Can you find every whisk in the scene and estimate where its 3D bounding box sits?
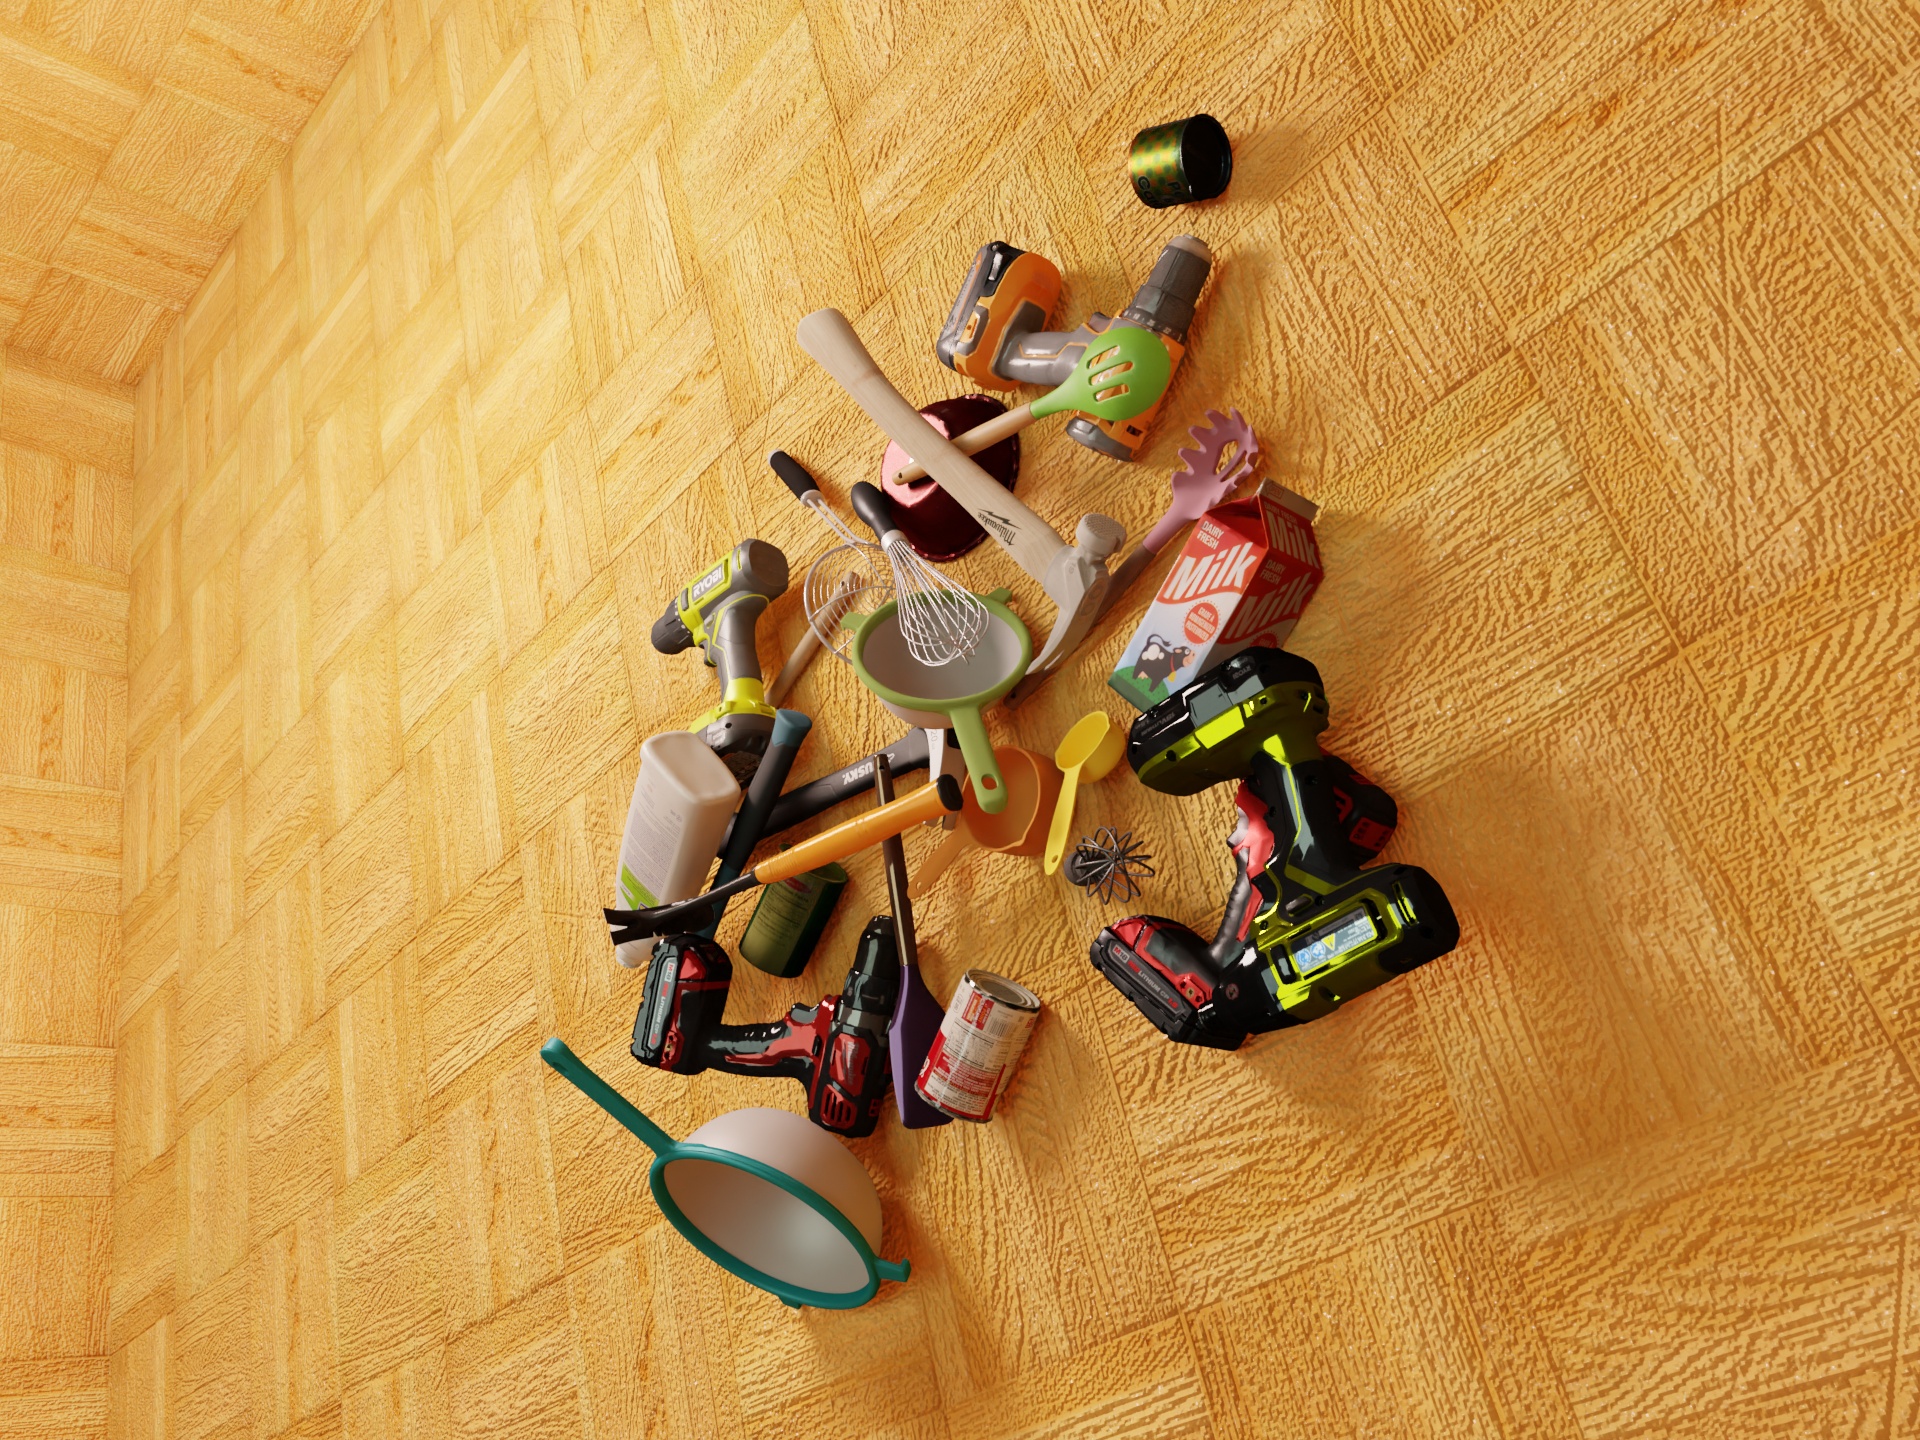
[{"bbox_3d":[0.099,0.105,1.144,0.239,0.055,0.055,113,167,-83],"label":"whisk"},{"bbox_3d":[-0.044,-0.134,1.356,0.070,0.070,0.285,-54,37,20],"label":"whisk"}]

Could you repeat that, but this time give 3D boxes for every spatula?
[{"bbox_3d":[-0.044,0.180,1.336,0.018,0.059,0.316,104,158,-73],"label":"spatula"}]

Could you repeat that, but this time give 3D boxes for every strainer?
[{"bbox_3d":[-0.002,-0.004,1.304,0.069,0.151,0.257,88,167,-45],"label":"strainer"},{"bbox_3d":[-0.191,0.347,1.311,0.211,0.340,0.095,-35,16,47],"label":"strainer"}]

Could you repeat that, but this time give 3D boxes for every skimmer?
[{"bbox_3d":[-0.128,-0.163,1.521,0.364,0.127,0.090,-130,46,-53],"label":"skimmer"}]

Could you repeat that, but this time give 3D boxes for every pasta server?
[{"bbox_3d":[0.129,-0.119,1.272,0.316,0.040,0.060,-49,60,26],"label":"pasta server"}]

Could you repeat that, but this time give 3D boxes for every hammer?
[{"bbox_3d":[-0.145,0.119,1.343,0.337,0.127,0.034,-25,77,26],"label":"hammer"},{"bbox_3d":[-0.021,-0.215,1.346,0.411,0.038,0.146,48,132,30],"label":"hammer"},{"bbox_3d":[-0.120,0.070,1.474,0.335,0.035,0.146,-26,60,39],"label":"hammer"},{"bbox_3d":[-0.207,0.120,1.482,0.330,0.033,0.128,-63,32,31],"label":"hammer"}]

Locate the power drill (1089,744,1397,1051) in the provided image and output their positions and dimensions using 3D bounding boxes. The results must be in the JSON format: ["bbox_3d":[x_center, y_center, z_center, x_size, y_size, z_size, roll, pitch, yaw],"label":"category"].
[{"bbox_3d":[0.193,0.109,1.114,0.143,0.078,0.219,42,105,42],"label":"power drill"}]

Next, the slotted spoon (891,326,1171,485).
[{"bbox_3d":[0.045,-0.245,1.311,0.314,0.031,0.070,-16,87,47],"label":"slotted spoon"}]

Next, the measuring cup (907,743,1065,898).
[{"bbox_3d":[0.023,0.094,1.308,0.173,0.052,0.095,-48,49,27],"label":"measuring cup"}]

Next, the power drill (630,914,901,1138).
[{"bbox_3d":[-0.156,0.244,1.379,0.227,0.080,0.188,12,87,16],"label":"power drill"}]

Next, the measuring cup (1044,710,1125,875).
[{"bbox_3d":[0.093,0.060,1.220,0.062,0.029,0.157,-29,33,43],"label":"measuring cup"}]

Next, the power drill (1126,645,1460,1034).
[{"bbox_3d":[0.197,0.081,1.023,0.171,0.080,0.223,-34,57,27],"label":"power drill"}]

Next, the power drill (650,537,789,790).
[{"bbox_3d":[-0.243,-0.046,1.579,0.190,0.080,0.229,-30,55,39],"label":"power drill"}]

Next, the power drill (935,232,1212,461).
[{"bbox_3d":[0.099,-0.337,1.338,0.226,0.084,0.185,35,104,40],"label":"power drill"}]

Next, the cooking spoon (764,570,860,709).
[{"bbox_3d":[-0.187,-0.018,1.580,0.319,0.017,0.069,-55,46,20],"label":"cooking spoon"}]
